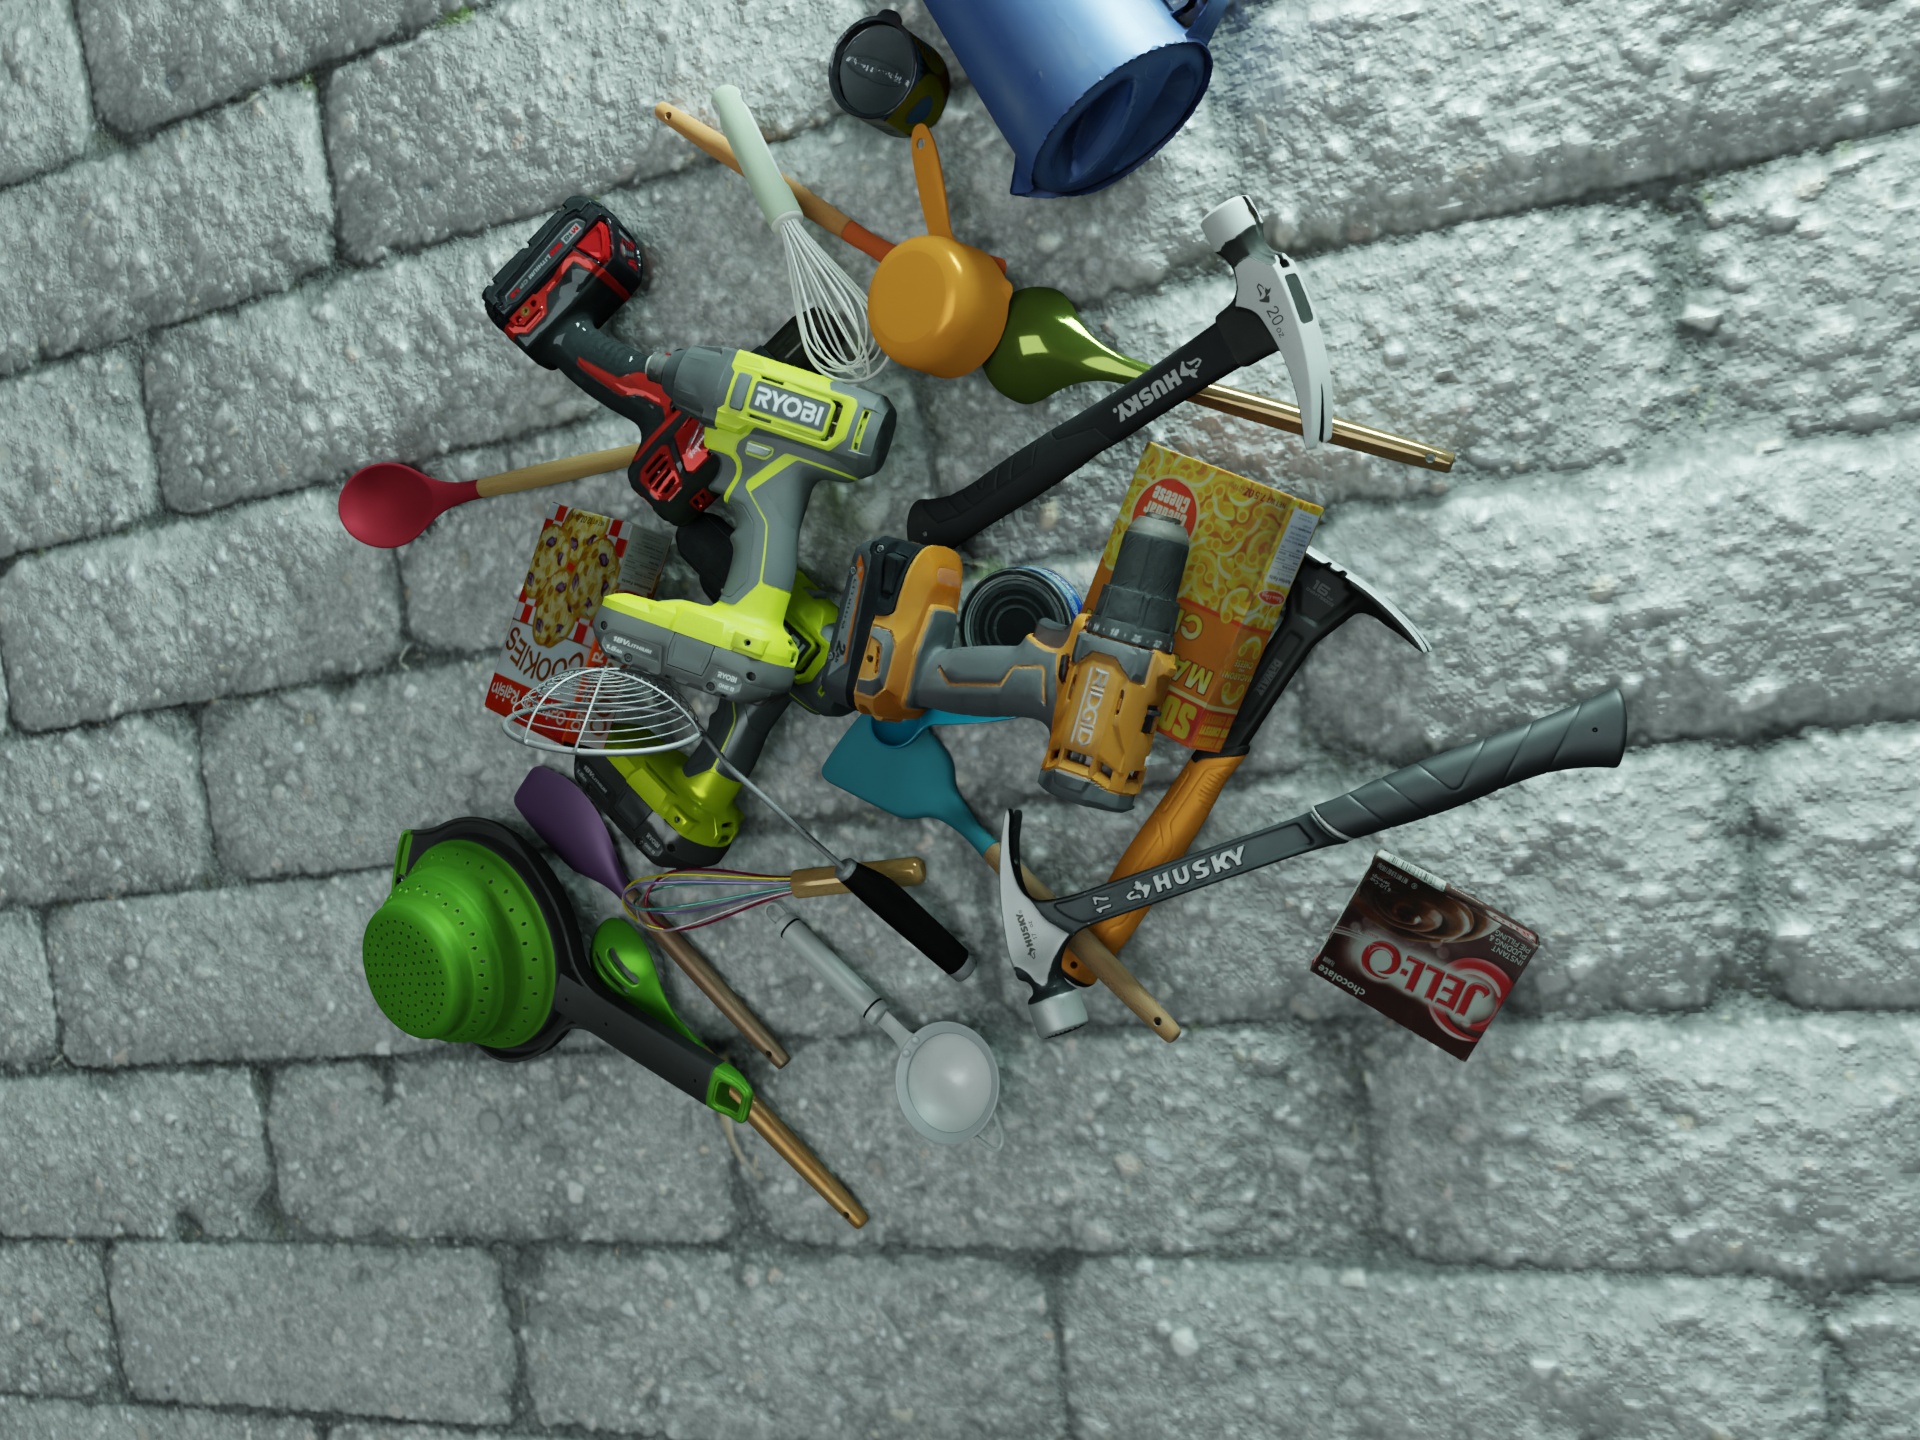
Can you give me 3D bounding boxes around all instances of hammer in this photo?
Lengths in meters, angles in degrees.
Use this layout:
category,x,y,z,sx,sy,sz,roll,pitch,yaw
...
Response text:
category,x,y,z,sx,sy,sz,roll,pitch,yaw
hammer,0.166,0.046,1.054,0.127,0.034,0.336,37,108,17
hammer,0.085,-0.178,1.013,0.335,0.035,0.146,-28,91,41
hammer,0.211,0.067,0.993,0.409,0.036,0.149,-22,79,16

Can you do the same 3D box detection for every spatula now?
category,x,y,z,sx,sy,sz,roll,pitch,yaw
spatula,0.032,0.106,1.092,0.318,0.044,0.082,43,98,27
spatula,-0.101,-0.359,1.120,0.323,0.041,0.081,36,109,17
spatula,-0.242,0.153,1.247,0.316,0.018,0.059,45,113,14

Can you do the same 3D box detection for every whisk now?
category,x,y,z,sx,sy,sz,roll,pitch,yaw
whisk,-0.115,-0.338,1.098,0.059,0.057,0.246,-25,78,-6
whisk,-0.141,0.127,1.188,0.245,0.051,0.047,-8,93,17

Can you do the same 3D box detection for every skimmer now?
category,x,y,z,sx,sy,sz,roll,pitch,yaw
skimmer,-0.143,0.085,1.091,0.363,0.127,0.090,42,93,-18

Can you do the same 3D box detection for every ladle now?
category,x,y,z,sx,sy,sz,roll,pitch,yaw
ladle,0.161,-0.211,1.031,0.320,0.062,0.078,19,103,13
ladle,-0.358,-0.189,1.256,0.315,0.031,0.069,-7,95,22

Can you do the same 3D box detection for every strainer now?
category,x,y,z,sx,sy,sz,roll,pitch,yaw
strainer,-0.054,0.218,1.164,0.259,0.050,0.087,41,103,20

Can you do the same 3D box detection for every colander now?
category,x,y,z,sx,sy,sz,roll,pitch,yaw
colander,-0.336,0.216,1.225,0.397,0.094,0.204,25,113,25

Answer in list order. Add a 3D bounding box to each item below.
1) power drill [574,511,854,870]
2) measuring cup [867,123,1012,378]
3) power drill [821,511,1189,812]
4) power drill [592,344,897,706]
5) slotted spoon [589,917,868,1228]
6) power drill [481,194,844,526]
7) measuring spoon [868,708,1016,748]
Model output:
category,x,y,z,sx,sy,sz,roll,pitch,yaw
power drill,-0.184,-0.023,1.174,0.191,0.080,0.228,43,108,18
measuring cup,-0.026,-0.312,1.039,0.095,0.052,0.173,-12,85,35
power drill,0.035,-0.059,1.022,0.226,0.084,0.185,19,97,29
power drill,-0.157,-0.135,1.073,0.171,0.080,0.223,19,93,8
slotted spoon,-0.184,0.275,1.231,0.314,0.031,0.070,43,122,11
power drill,-0.211,-0.275,1.150,0.188,0.080,0.227,-45,79,4
measuring spoon,-0.002,-0.004,1.102,0.128,0.021,0.042,-7,74,21
